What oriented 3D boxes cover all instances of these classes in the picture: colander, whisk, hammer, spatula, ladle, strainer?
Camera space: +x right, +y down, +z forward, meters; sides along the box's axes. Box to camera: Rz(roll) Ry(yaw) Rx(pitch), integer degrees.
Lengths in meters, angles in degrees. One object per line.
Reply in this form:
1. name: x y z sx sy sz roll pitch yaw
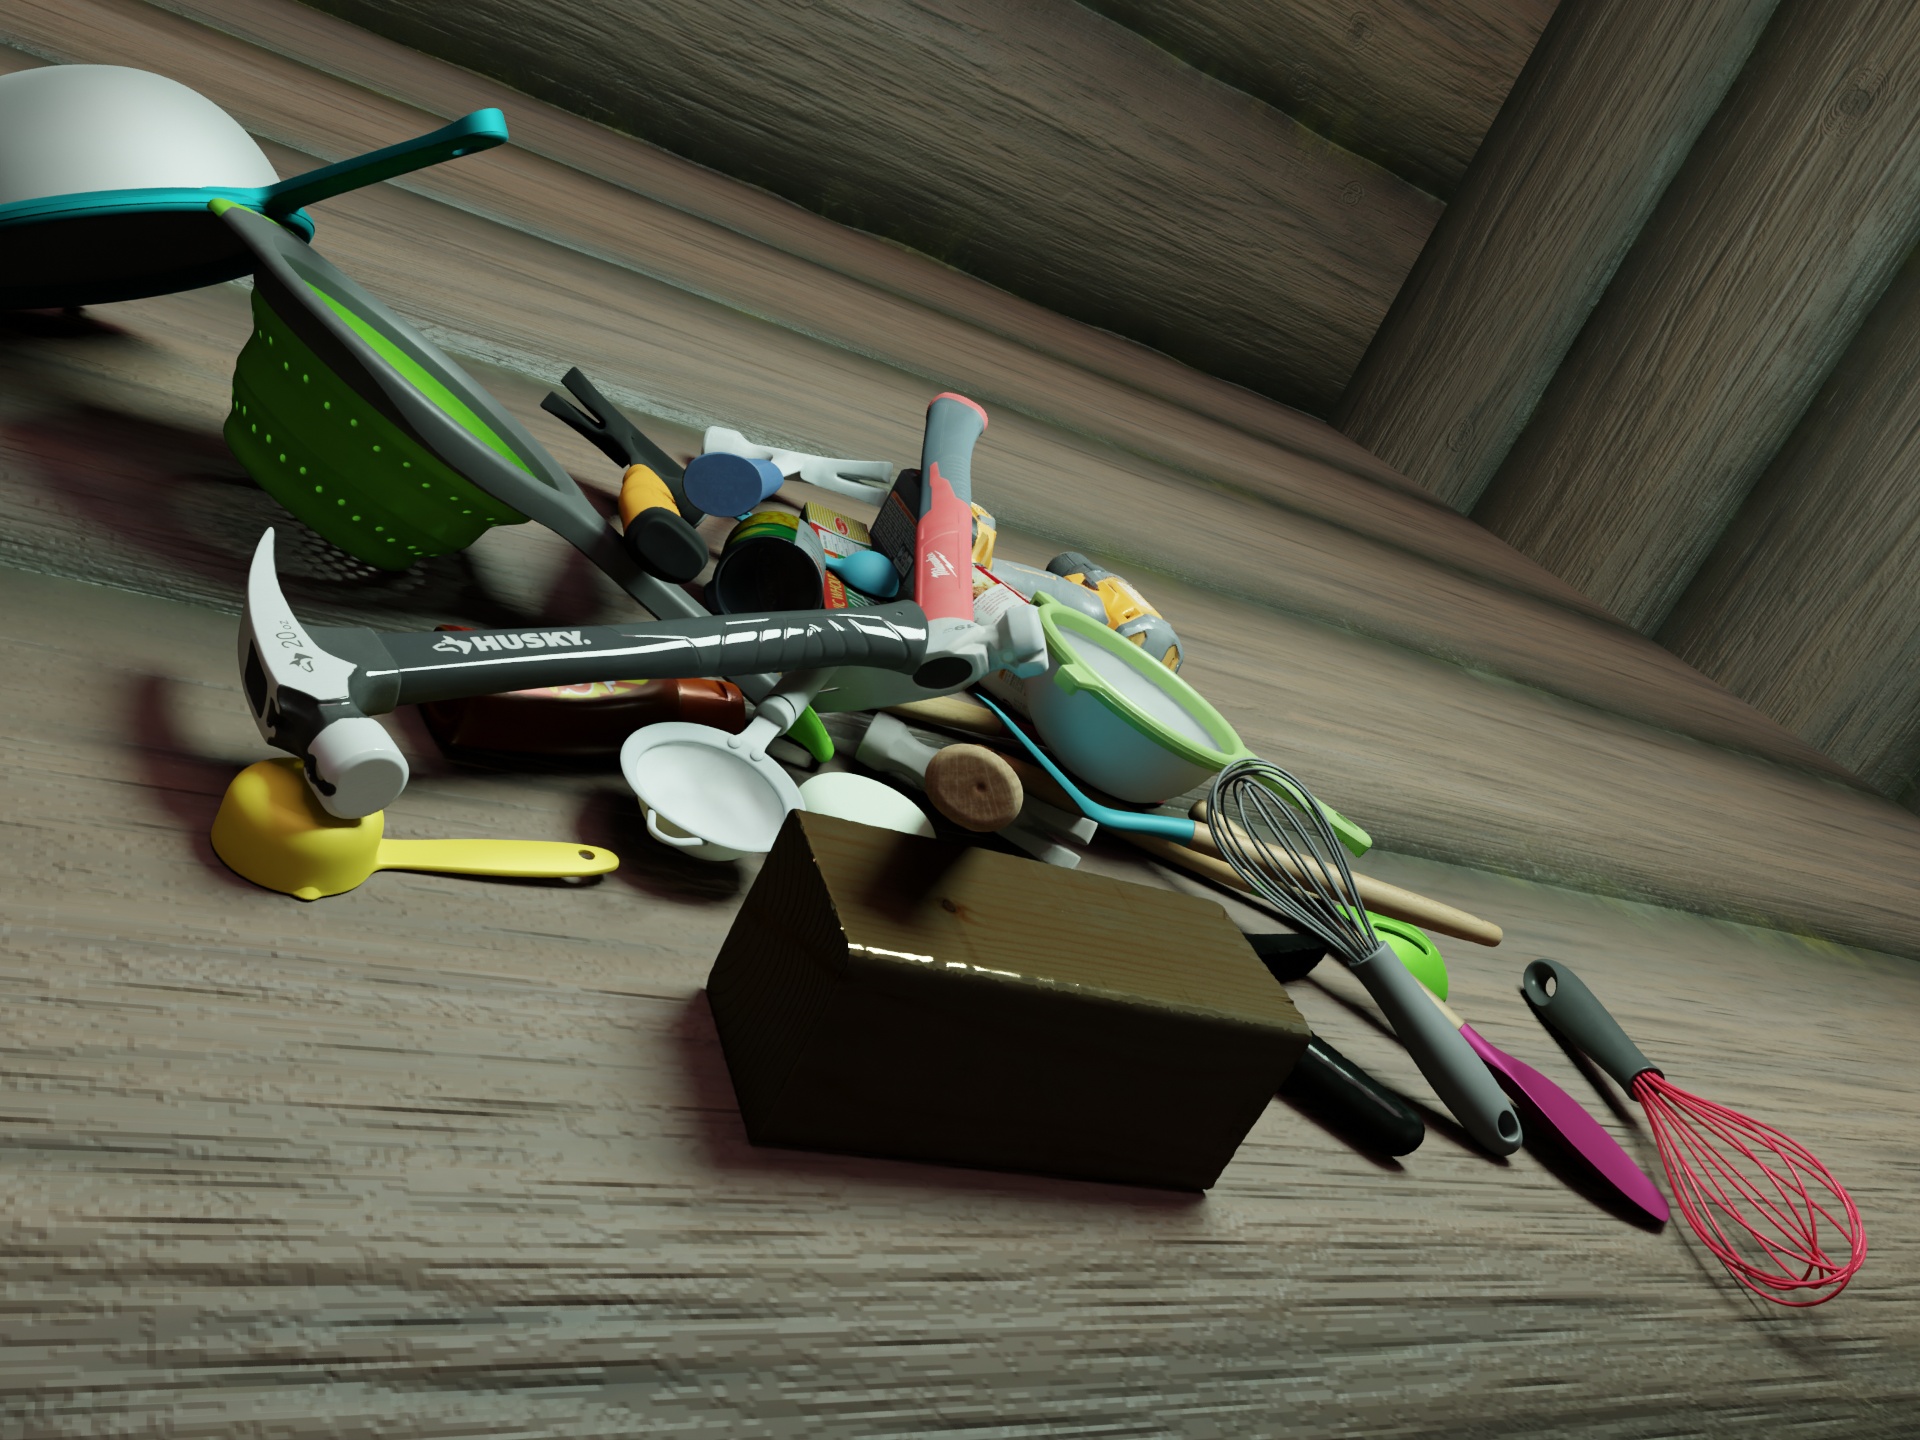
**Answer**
1. colander: -0.236 -0.088 0.813 0.397 0.094 0.204 42 3 -9
2. whisk: 0.388 0.211 0.874 0.073 0.073 0.296 20 16 -16
3. hammer: -0.183 -0.134 0.901 0.127 0.034 0.337 42 3 -20
4. whisk: 0.203 0.119 0.794 0.239 0.055 0.055 53 24 2
5. spatula: 0.150 0.059 0.852 0.317 0.044 0.082 19 3 -8
6. hammer: -0.026 -0.122 1.008 0.143 0.038 0.387 -10 31 6
7. ladle: -0.002 -0.003 0.962 0.315 0.031 0.069 15 26 -25
8. strainer: 0.132 0.029 0.951 0.256 0.069 0.152 33 16 -16
9. strainer: -0.091 0.004 0.756 0.087 0.050 0.258 31 34 1
10. strainer: -0.398 -0.297 0.819 0.340 0.095 0.211 -11 8 12
11. hammer: 0.007 0.032 0.710 0.130 0.031 0.331 28 -2 1
12. hammer: -0.120 -0.158 1.024 0.144 0.035 0.405 11 10 -3
13. hammer: -0.145 -0.034 0.702 0.334 0.035 0.146 -7 42 -44

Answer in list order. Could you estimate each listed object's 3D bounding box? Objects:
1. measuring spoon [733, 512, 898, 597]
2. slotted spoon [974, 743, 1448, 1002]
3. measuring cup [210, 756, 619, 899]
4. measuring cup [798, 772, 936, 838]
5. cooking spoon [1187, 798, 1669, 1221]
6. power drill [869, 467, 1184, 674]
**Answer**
1. measuring spoon: -0.096 -0.118 1.039 0.128 0.021 0.042 27 21 1
2. slotted spoon: 0.149 0.084 0.931 0.313 0.031 0.070 25 16 -1
3. measuring cup: -0.200 0.041 0.609 0.156 0.029 0.062 7 28 -36
4. measuring cup: -0.058 0.066 0.708 0.083 0.038 0.167 29 19 6
5. cooking spoon: 0.246 0.150 0.856 0.319 0.017 0.068 42 19 17
6. power drill: 0.043 -0.109 1.195 0.226 0.084 0.186 21 19 -26
